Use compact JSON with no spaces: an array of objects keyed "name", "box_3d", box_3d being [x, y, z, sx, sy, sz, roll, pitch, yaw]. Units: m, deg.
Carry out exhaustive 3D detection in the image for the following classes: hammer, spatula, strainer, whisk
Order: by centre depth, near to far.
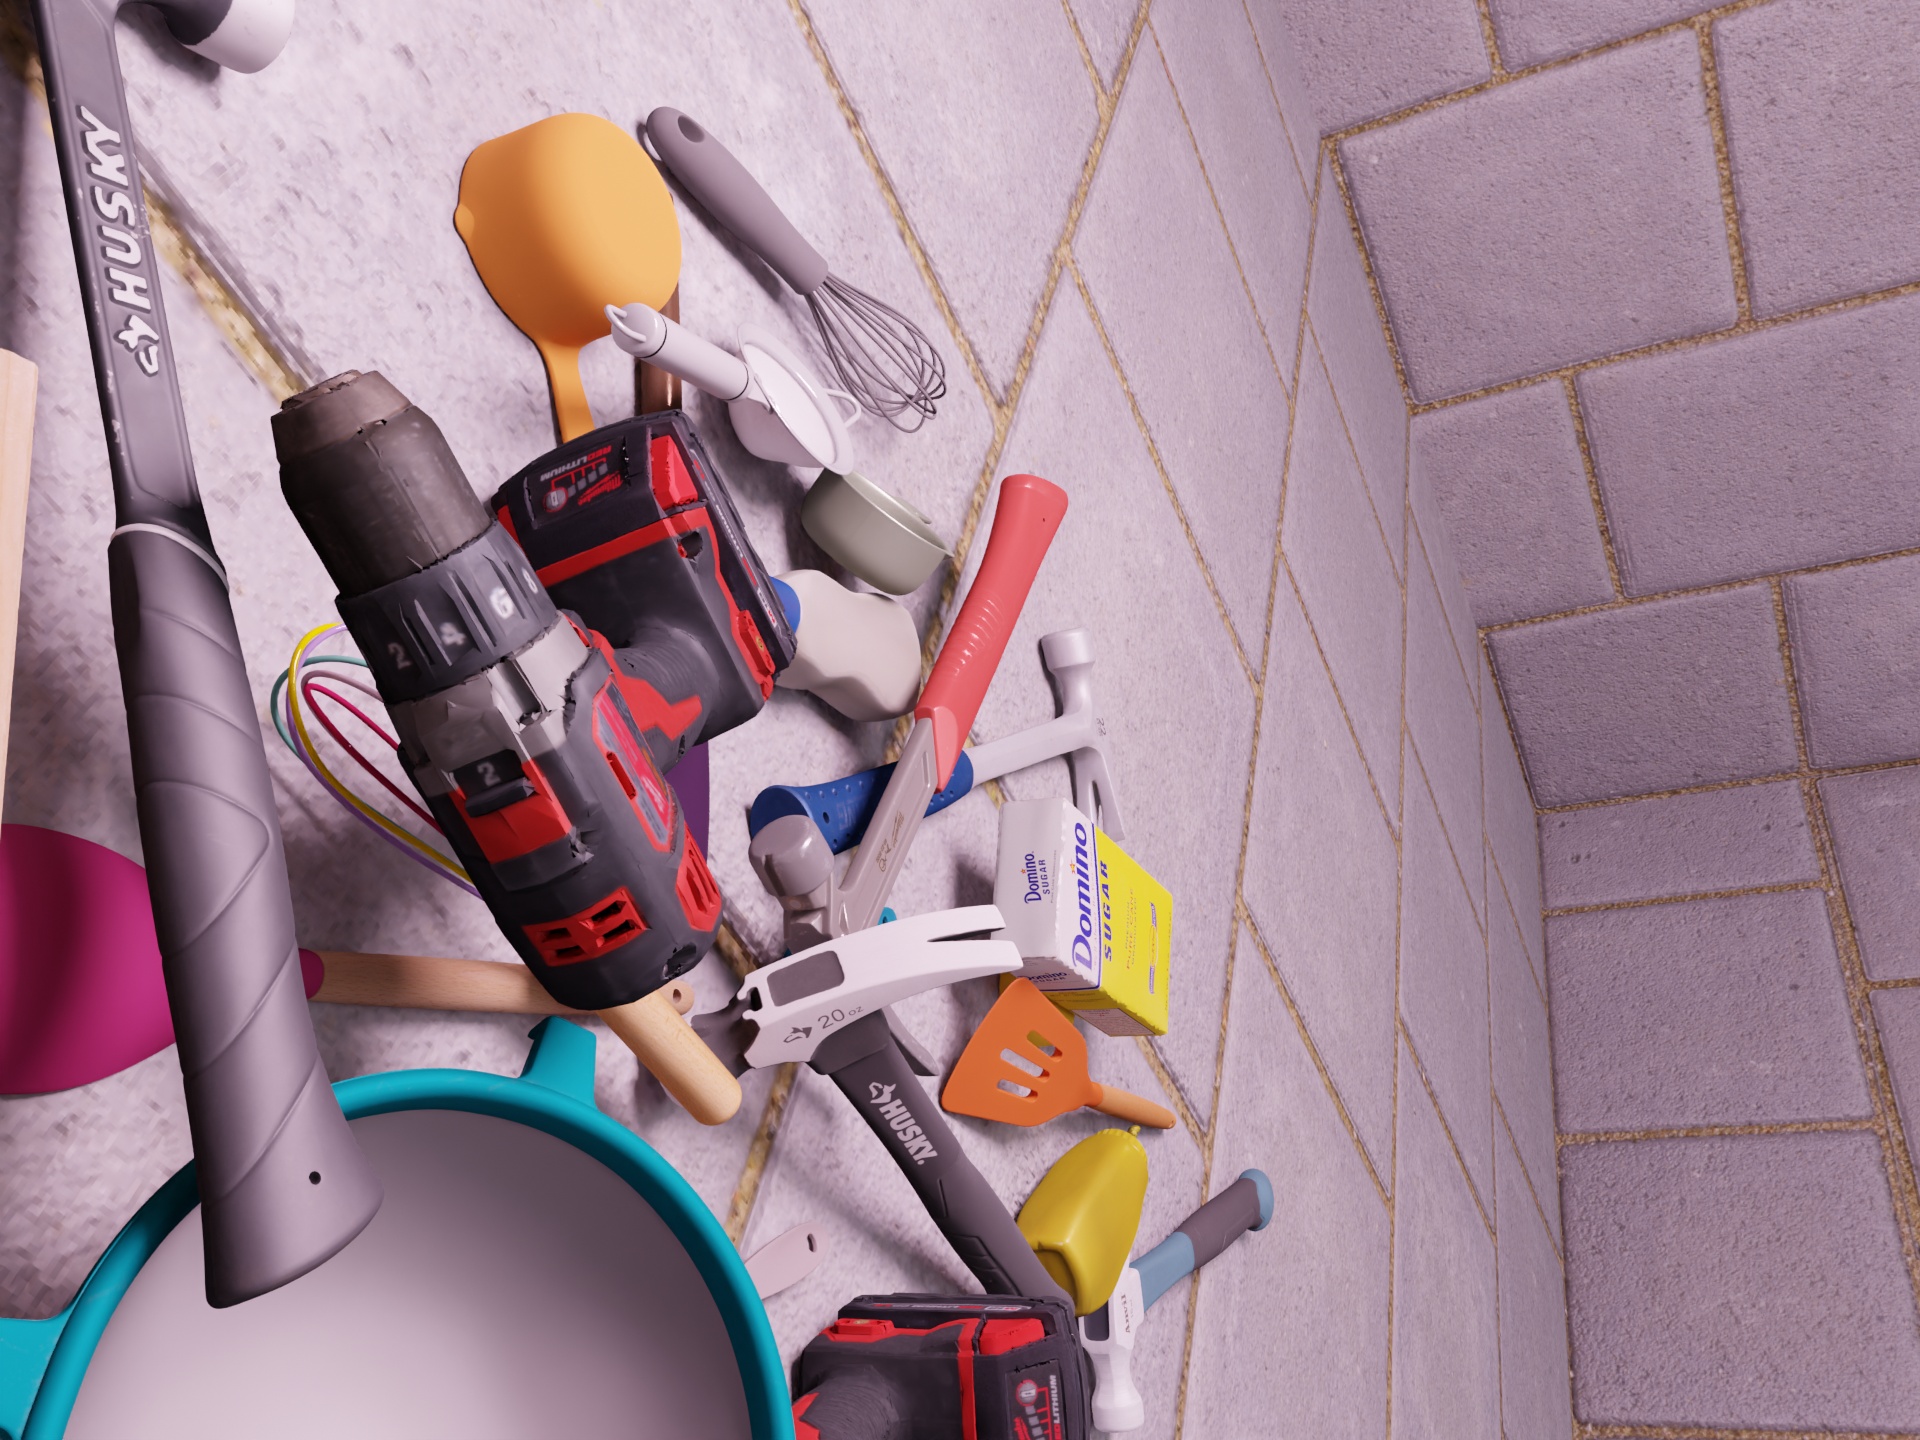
[{"name":"hammer","box_3d":[-0.212,-0.060,0.412,0.149,0.036,0.409,9,61,-60]},{"name":"strainer","box_3d":[-0.122,0.264,0.417,0.211,0.095,0.340,-22,83,-54]},{"name":"whisk","box_3d":[-0.144,0.065,0.535,0.244,0.051,0.047,59,2,-34]},{"name":"spatula","box_3d":[-0.130,-0.089,0.687,0.059,0.018,0.316,17,65,-52]},{"name":"strainer","box_3d":[-0.100,-0.148,0.697,0.087,0.050,0.258,59,11,6]},{"name":"hammer","box_3d":[-0.004,0.206,0.731,0.334,0.146,0.035,64,0,-43]},{"name":"hammer","box_3d":[-0.001,-0.003,0.802,0.149,0.037,0.359,64,33,-34]},{"name":"whisk","box_3d":[-0.079,-0.227,0.820,0.238,0.055,0.055,39,46,-47]},{"name":"hammer","box_3d":[0.007,0.032,0.896,0.405,0.035,0.144,-16,94,-64]},{"name":"spatula","box_3d":[0.079,0.224,0.964,0.081,0.041,0.322,-58,152,-5]},{"name":"hammer","box_3d":[0.152,0.355,1.066,0.331,0.033,0.128,6,75,-63]}]

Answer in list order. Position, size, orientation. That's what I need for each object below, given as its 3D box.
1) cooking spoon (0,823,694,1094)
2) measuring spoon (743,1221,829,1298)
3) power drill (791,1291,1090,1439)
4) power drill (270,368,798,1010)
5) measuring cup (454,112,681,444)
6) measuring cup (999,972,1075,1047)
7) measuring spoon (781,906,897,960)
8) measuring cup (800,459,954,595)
[{"name":"cooking spoon","box_3d":[-0.186,0.082,0.504,0.318,0.017,0.069,22,62,-60]},{"name":"measuring spoon","box_3d":[-0.086,0.231,0.658,0.034,0.018,0.124,69,18,10]},{"name":"power drill","box_3d":[-0.035,0.279,0.595,0.219,0.143,0.078,13,71,-65]},{"name":"power drill","box_3d":[-0.128,-0.037,0.513,0.227,0.080,0.187,-89,157,-67]},{"name":"measuring cup","box_3d":[-0.144,-0.160,0.645,0.095,0.052,0.173,-9,86,-64]},{"name":"measuring cup","box_3d":[0.061,0.133,0.971,0.062,0.029,0.157,63,33,-29]},{"name":"measuring spoon","box_3d":[-0.058,0.111,0.762,0.128,0.021,0.042,-23,101,-73]},{"name":"measuring cup","box_3d":[-0.041,-0.100,0.849,0.083,0.038,0.167,38,9,1]}]
